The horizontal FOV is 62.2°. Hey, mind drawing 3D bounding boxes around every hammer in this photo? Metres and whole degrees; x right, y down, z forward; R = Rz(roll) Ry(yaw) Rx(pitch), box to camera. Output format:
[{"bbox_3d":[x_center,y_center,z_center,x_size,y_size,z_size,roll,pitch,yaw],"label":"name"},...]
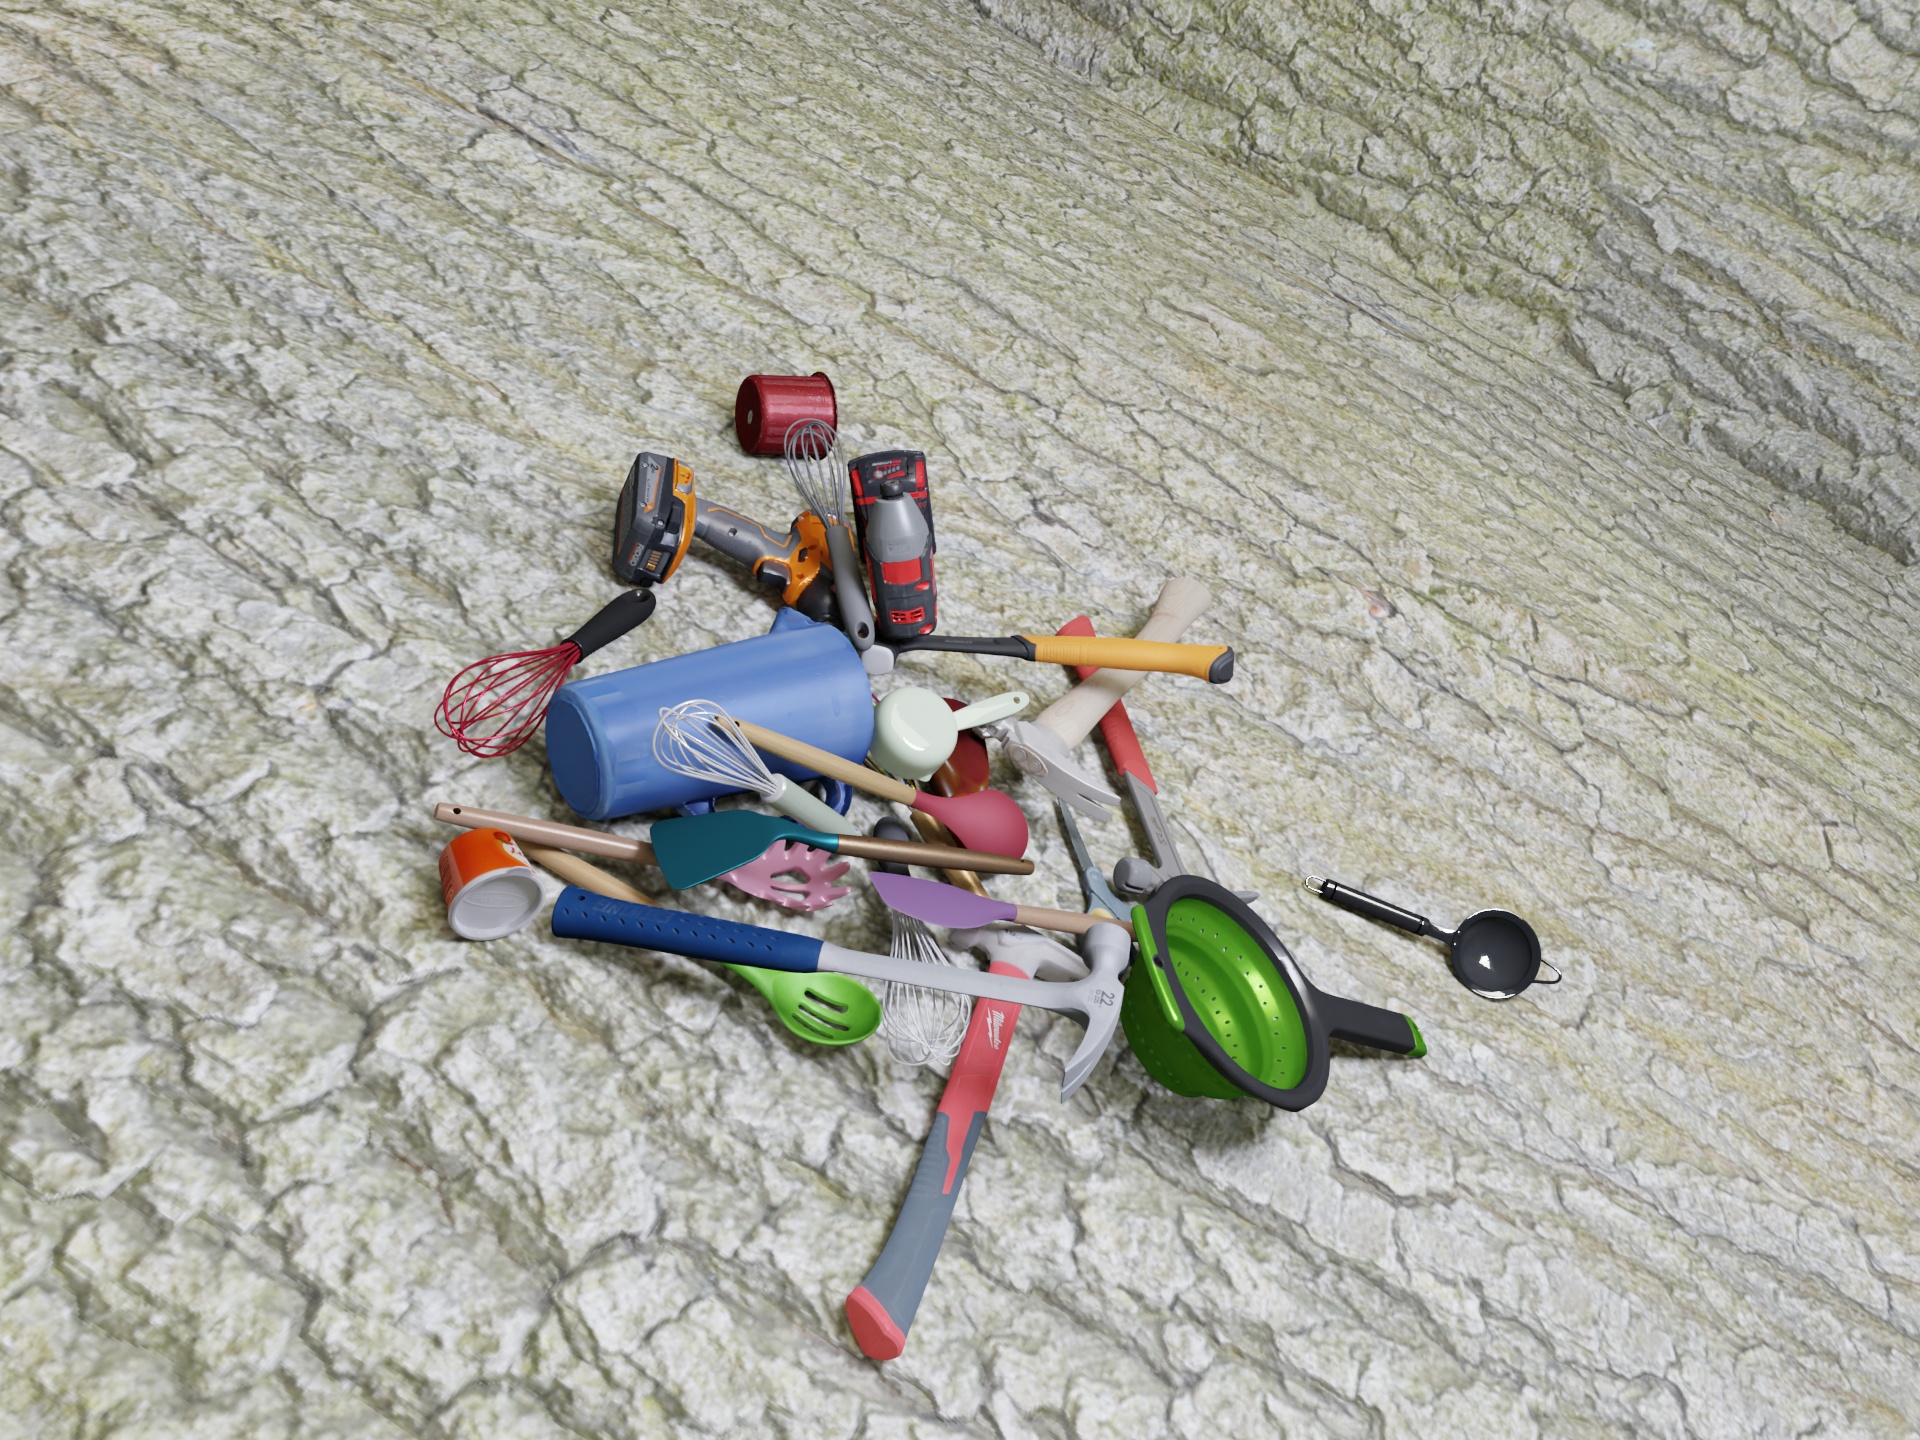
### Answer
[{"bbox_3d":[-0.089,0.171,1.115,0.405,0.035,0.144,9,39,6],"label":"hammer"},{"bbox_3d":[0.167,0.034,1.531,0.149,0.036,0.360,14,40,-30],"label":"hammer"},{"bbox_3d":[0.166,-0.042,1.550,0.146,0.038,0.411,37,38,10],"label":"hammer"},{"bbox_3d":[0.014,0.295,1.157,0.143,0.038,0.387,30,39,-4],"label":"hammer"},{"bbox_3d":[0.083,-0.068,1.471,0.337,0.034,0.127,5,27,9],"label":"hammer"}]

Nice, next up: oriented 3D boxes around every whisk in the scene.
[{"bbox_3d":[-0.148,0.049,1.213,0.058,0.059,0.246,40,0,41],"label":"whisk"},{"bbox_3d":[-0.116,-0.172,1.460,0.055,0.055,0.239,-2,68,-34],"label":"whisk"},{"bbox_3d":[-0.048,0.060,1.355,0.245,0.047,0.051,56,12,14],"label":"whisk"},{"bbox_3d":[-0.328,-0.048,1.300,0.073,0.073,0.296,33,32,3],"label":"whisk"},{"bbox_3d":[-0.039,0.160,1.230,0.070,0.070,0.285,14,29,-19],"label":"whisk"}]

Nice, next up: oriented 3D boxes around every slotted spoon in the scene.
[{"bbox_3d":[-0.202,0.158,1.179,0.314,0.031,0.070,29,38,1],"label":"slotted spoon"}]

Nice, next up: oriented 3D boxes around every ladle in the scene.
[{"bbox_3d":[-0.061,0.053,1.278,0.315,0.031,0.069,23,66,-31],"label":"ladle"}]

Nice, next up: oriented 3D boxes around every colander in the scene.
[{"bbox_3d":[0.253,0.255,1.326,0.396,0.094,0.205,21,41,-40],"label":"colander"}]

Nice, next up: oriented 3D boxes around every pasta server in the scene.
[{"bbox_3d":[-0.233,0.097,1.197,0.316,0.040,0.060,15,54,-26],"label":"pasta server"}]

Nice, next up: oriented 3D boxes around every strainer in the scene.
[{"bbox_3d":[0.451,0.200,1.534,0.258,0.050,0.087,22,83,-2],"label":"strainer"}]

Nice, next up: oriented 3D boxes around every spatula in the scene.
[{"bbox_3d":[-0.079,0.106,1.233,0.317,0.044,0.082,10,27,-30],"label":"spatula"},{"bbox_3d":[0.062,0.159,1.280,0.315,0.018,0.060,14,26,-37],"label":"spatula"}]

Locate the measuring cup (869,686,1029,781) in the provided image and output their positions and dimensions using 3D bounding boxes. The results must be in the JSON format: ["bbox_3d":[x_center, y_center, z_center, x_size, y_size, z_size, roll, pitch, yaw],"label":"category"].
[{"bbox_3d":[-0.002,-0.004,1.355,0.167,0.038,0.083,-18,75,-31],"label":"measuring cup"}]

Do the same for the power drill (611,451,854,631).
[{"bbox_3d":[-0.201,-0.151,1.471,0.226,0.084,0.164,16,41,-23],"label":"power drill"}]

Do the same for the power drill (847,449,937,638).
[{"bbox_3d":[-0.061,-0.178,1.494,0.078,0.143,0.220,-8,25,-2],"label":"power drill"}]
